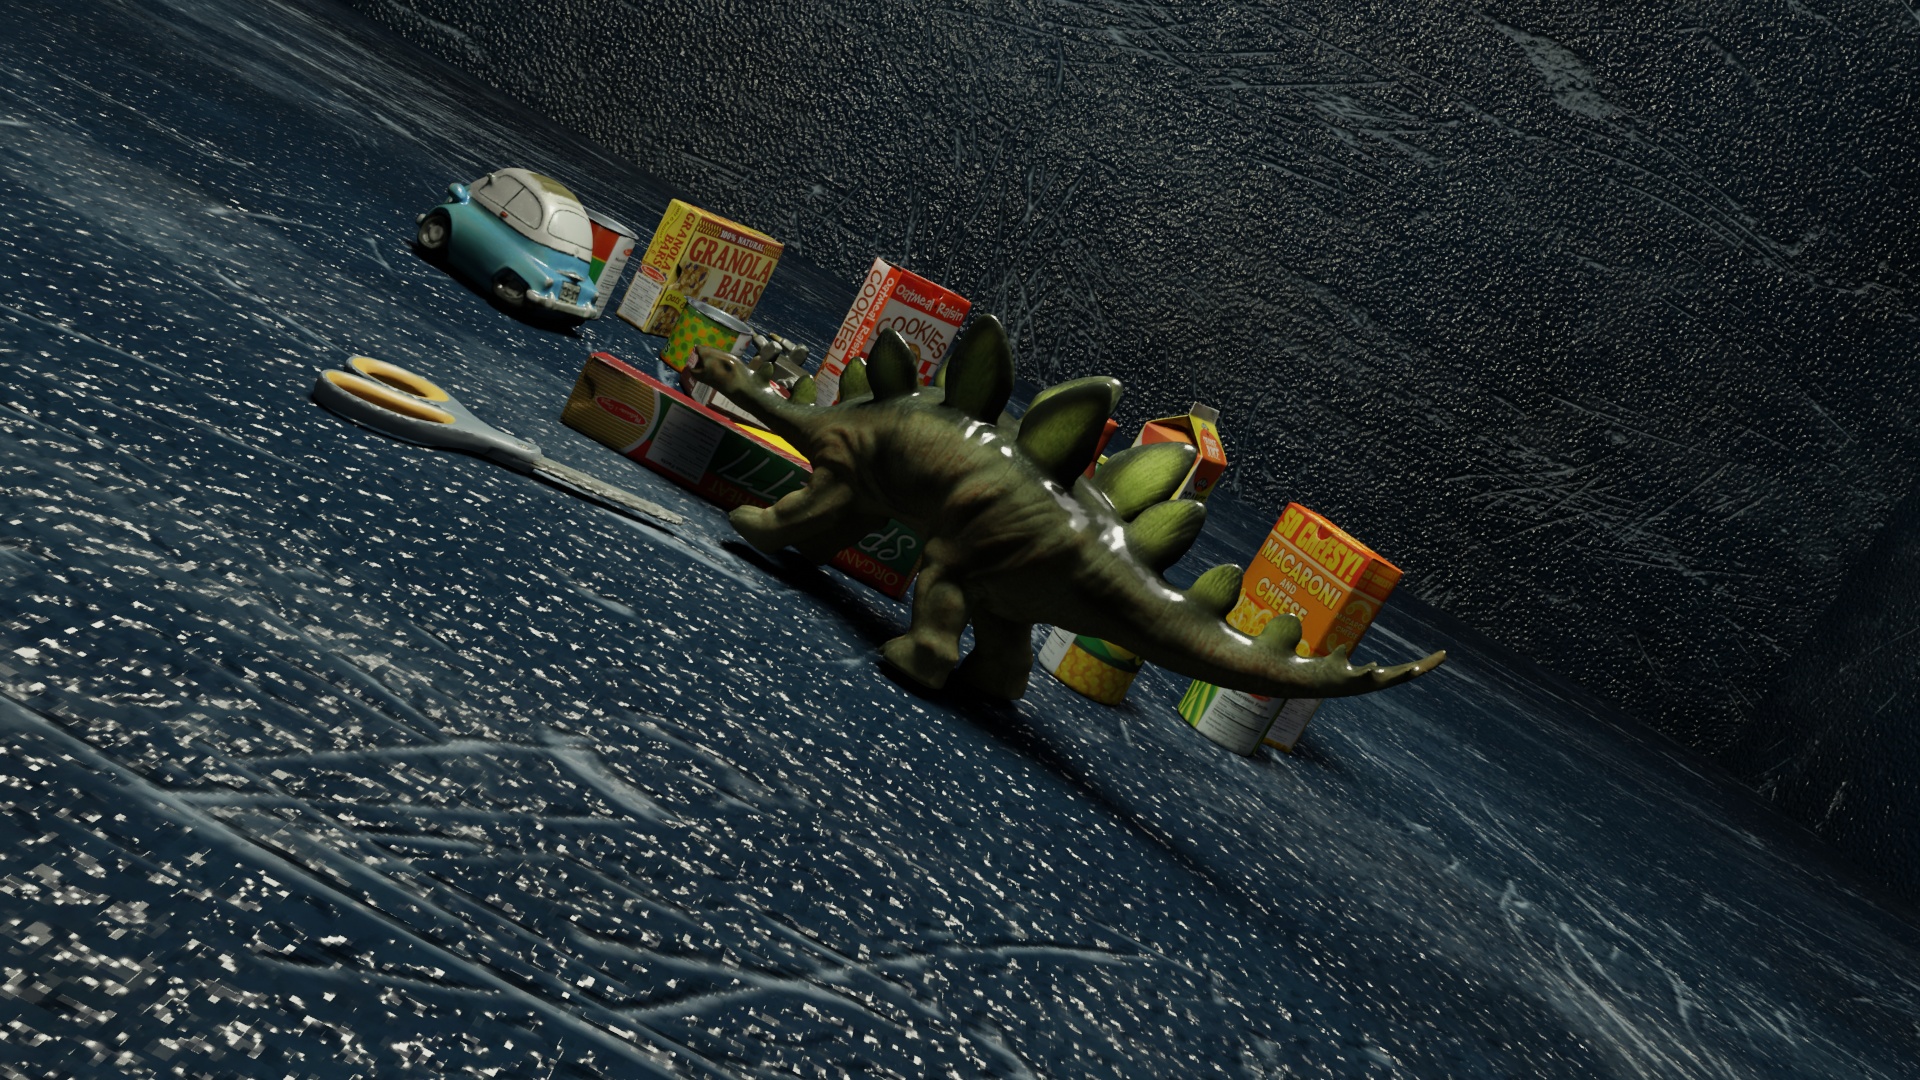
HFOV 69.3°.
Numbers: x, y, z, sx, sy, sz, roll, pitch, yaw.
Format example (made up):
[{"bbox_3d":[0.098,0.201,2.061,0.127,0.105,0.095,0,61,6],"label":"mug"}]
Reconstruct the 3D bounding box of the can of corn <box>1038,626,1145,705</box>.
[{"bbox_3d":[0.097,0.073,0.952,0.071,0.058,0.071,28,11,-6],"label":"can of corn"}]

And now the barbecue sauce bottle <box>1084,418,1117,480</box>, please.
[{"bbox_3d":[0.083,-0.044,1.197,0.065,0.148,0.044,30,11,4],"label":"barbecue sauce bottle"}]

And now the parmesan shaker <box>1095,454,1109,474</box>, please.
[{"bbox_3d":[0.104,-0.037,1.330,0.071,0.103,0.071,28,11,-6],"label":"parmesan shaker"}]

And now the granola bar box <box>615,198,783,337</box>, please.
[{"bbox_3d":[-0.251,-0.256,1.363,0.039,0.124,0.166,33,12,16],"label":"granola bar box"}]

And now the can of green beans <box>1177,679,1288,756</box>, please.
[{"bbox_3d":[0.201,0.116,1.017,0.071,0.057,0.071,28,11,-6],"label":"can of green beans"}]

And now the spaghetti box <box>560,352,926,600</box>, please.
[{"bbox_3d":[-0.136,-0.041,0.903,0.250,0.050,0.029,28,11,-5],"label":"spaghetti box"}]

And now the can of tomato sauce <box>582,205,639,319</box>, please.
[{"bbox_3d":[-0.335,-0.248,1.230,0.071,0.083,0.071,28,11,-6],"label":"can of tomato sauce"}]

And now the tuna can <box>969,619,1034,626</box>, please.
[{"bbox_3d":[0.024,0.041,0.977,0.071,0.032,0.071,28,11,-6],"label":"tuna can"}]

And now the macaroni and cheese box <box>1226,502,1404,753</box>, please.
[{"bbox_3d":[0.262,0.066,1.107,0.040,0.166,0.124,24,12,-26],"label":"macaroni and cheese box"}]

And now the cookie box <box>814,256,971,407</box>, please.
[{"bbox_3d":[-0.072,-0.185,1.379,0.040,0.167,0.123,36,13,31],"label":"cookie box"}]

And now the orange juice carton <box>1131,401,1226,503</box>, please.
[{"bbox_3d":[0.199,-0.050,1.390,0.073,0.192,0.072,35,12,28],"label":"orange juice carton"}]

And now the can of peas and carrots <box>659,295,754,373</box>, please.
[{"bbox_3d":[-0.228,-0.176,1.239,0.071,0.058,0.071,28,11,-6],"label":"can of peas and carrots"}]
